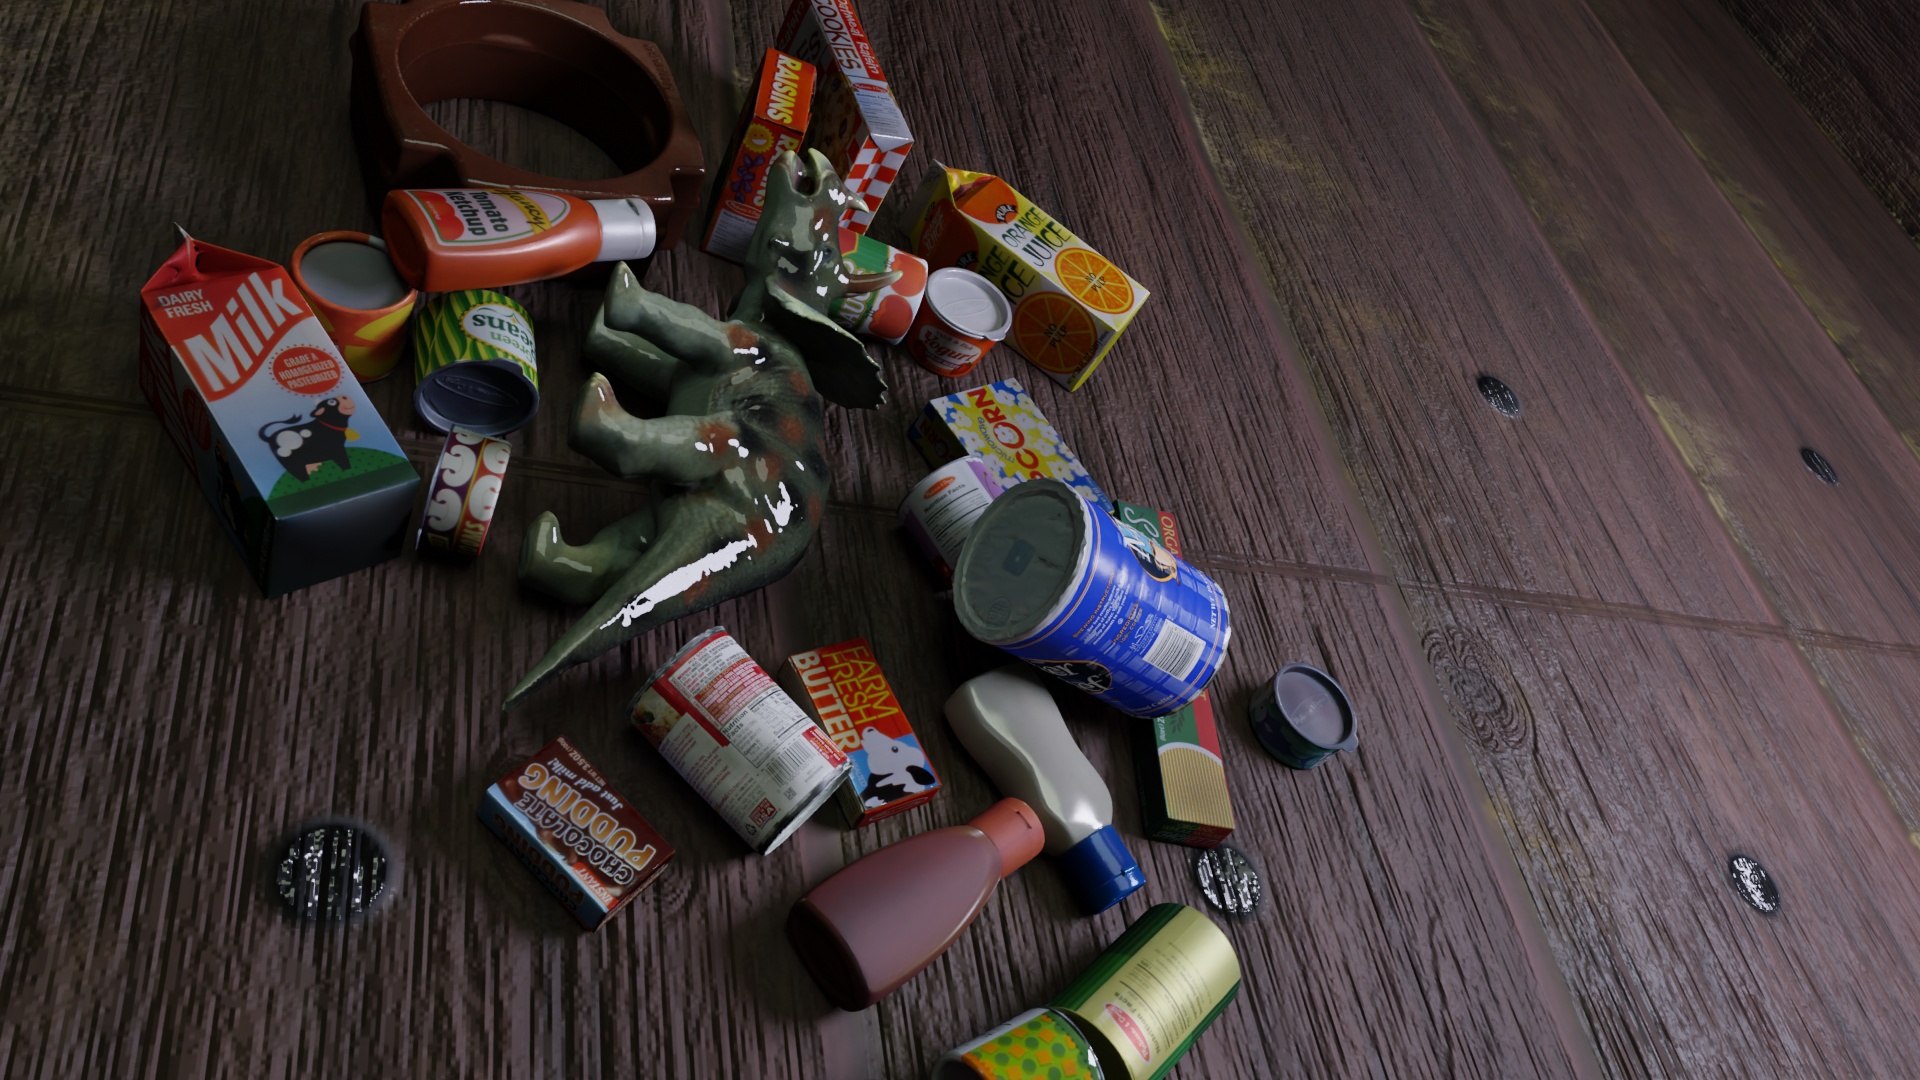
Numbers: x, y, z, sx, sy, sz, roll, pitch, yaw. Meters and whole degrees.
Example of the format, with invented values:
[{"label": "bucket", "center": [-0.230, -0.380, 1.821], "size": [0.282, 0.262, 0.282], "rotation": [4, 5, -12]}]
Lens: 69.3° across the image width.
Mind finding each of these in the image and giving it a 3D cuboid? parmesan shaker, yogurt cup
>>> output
[{"label": "parmesan shaker", "center": [0.094, 0.246, 0.725], "size": [0.103, 0.071, 0.071], "rotation": [-27, 71, -43]}, {"label": "yogurt cup", "center": [-0.004, -0.156, 1.008], "size": [0.072, 0.053, 0.073], "rotation": [17, 47, -19]}]

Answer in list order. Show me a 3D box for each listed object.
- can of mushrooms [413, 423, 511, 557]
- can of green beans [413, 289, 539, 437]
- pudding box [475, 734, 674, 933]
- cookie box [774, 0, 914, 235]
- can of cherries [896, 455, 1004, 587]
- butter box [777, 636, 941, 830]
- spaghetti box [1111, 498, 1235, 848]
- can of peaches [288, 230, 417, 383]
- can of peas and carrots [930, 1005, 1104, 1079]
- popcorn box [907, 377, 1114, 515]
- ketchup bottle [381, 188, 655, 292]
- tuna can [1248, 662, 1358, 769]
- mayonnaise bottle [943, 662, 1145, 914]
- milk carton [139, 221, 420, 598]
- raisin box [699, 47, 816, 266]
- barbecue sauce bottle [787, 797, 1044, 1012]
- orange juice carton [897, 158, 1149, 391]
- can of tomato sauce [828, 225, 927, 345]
[{"label": "can of mushrooms", "center": [-0.263, -0.024, 0.736], "size": [0.033, 0.070, 0.071], "rotation": [17, 47, -20]}, {"label": "can of green beans", "center": [-0.276, -0.100, 0.791], "size": [0.071, 0.071, 0.058], "rotation": [5, 52, -28]}, {"label": "pudding box", "center": [-0.186, 0.141, 0.670], "size": [0.084, 0.030, 0.050], "rotation": [43, 46, 8]}, {"label": "cookie box", "center": [-0.101, -0.308, 1.027], "size": [0.040, 0.122, 0.168], "rotation": [-1, 55, -33]}, {"label": "can of cherries", "center": [0.003, -0.011, 0.886], "size": [0.072, 0.071, 0.058], "rotation": [-21, 67, -40]}, {"label": "butter box", "center": [-0.058, 0.106, 0.780], "size": [0.053, 0.024, 0.104], "rotation": [-12, 61, -36]}, {"label": "spaghetti box", "center": [0.131, 0.079, 0.912], "size": [0.050, 0.028, 0.251], "rotation": [14, 49, -22]}, {"label": "can of peaches", "center": [-0.345, -0.130, 0.780], "size": [0.071, 0.057, 0.071], "rotation": [17, 47, -19]}, {"label": "can of peas and carrots", "center": [0.029, 0.268, 0.666], "size": [0.059, 0.070, 0.071], "rotation": [-13, 62, -37]}, {"label": "popcorn box", "center": [0.035, -0.047, 0.952], "size": [0.085, 0.038, 0.127], "rotation": [-20, 66, -40]}, {"label": "ketchup bottle", "center": [-0.251, -0.177, 0.805], "size": [0.149, 0.043, 0.065], "rotation": [-15, 56, -41]}, {"label": "tuna can", "center": [0.232, 0.120, 0.934], "size": [0.071, 0.032, 0.071], "rotation": [16, 48, -19]}, {"label": "mayonnaise bottle", "center": [0.051, 0.143, 0.803], "size": [0.065, 0.041, 0.148], "rotation": [-13, 63, -44]}, {"label": "milk carton", "center": [-0.361, -0.073, 0.713], "size": [0.074, 0.072, 0.191], "rotation": [-24, 69, -41]}, {"label": "raisin box", "center": [-0.141, -0.266, 0.968], "size": [0.040, 0.122, 0.086], "rotation": [18, 47, -17]}, {"label": "barbecue sauce bottle", "center": [-0.016, 0.182, 0.728], "size": [0.149, 0.043, 0.065], "rotation": [-24, 69, -42]}, {"label": "orange juice carton", "center": [0.040, -0.209, 1.066], "size": [0.193, 0.071, 0.073], "rotation": [37, 44, 1]}, {"label": "can of tomato sauce", "center": [-0.073, -0.181, 0.978], "size": [0.083, 0.070, 0.071], "rotation": [19, 47, -18]}]
